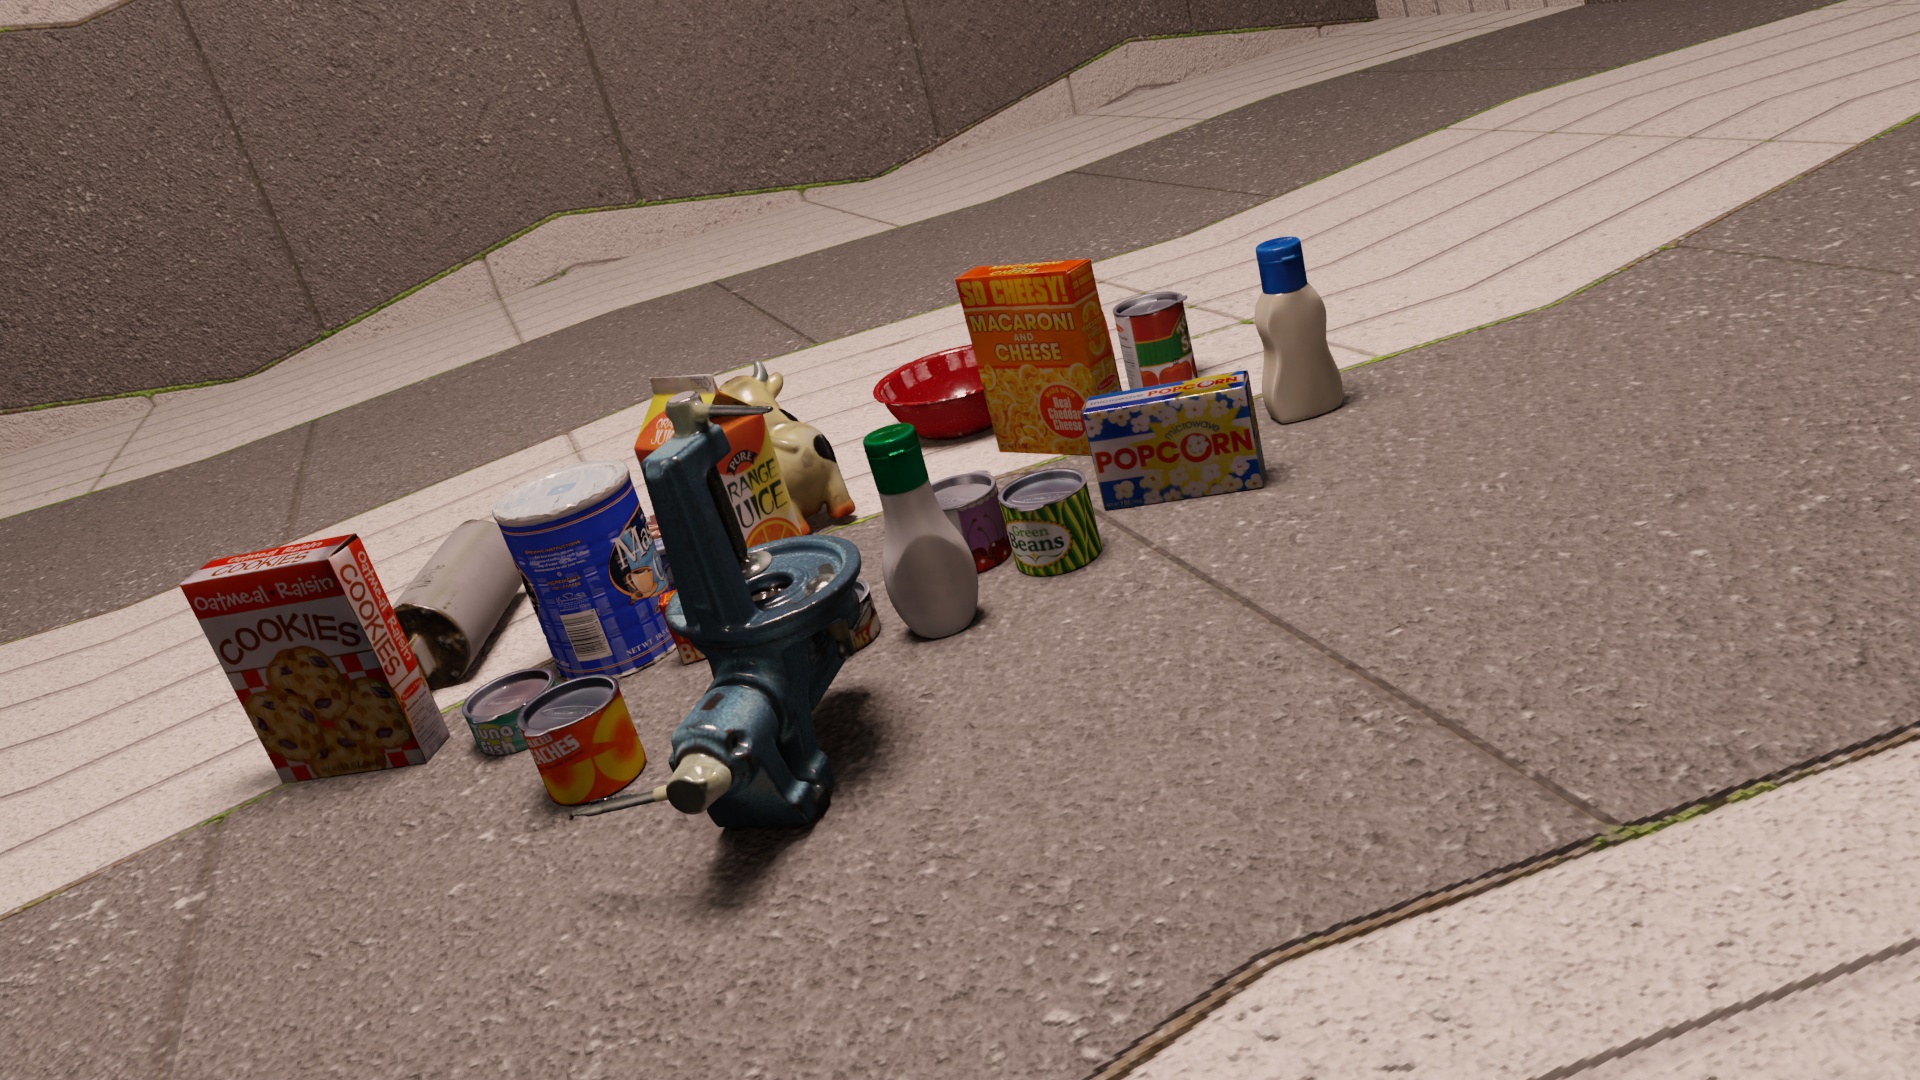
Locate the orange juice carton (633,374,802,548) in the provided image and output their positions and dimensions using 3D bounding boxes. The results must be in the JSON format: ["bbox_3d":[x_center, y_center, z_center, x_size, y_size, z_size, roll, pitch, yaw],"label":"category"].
[{"bbox_3d":[-0.182,-0.036,1.054,0.072,0.192,0.073,4,29,39],"label":"orange juice carton"}]

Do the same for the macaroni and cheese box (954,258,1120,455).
[{"bbox_3d":[0.072,-0.158,1.210,0.123,0.165,0.040,5,30,40],"label":"macaroni and cheese box"}]

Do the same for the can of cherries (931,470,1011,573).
[{"bbox_3d":[0.004,-0.013,1.058,0.071,0.058,0.072,-13,23,6],"label":"can of cherries"}]

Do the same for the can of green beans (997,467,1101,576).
[{"bbox_3d":[0.066,-0.014,1.021,0.071,0.057,0.071,-13,23,6],"label":"can of green beans"}]

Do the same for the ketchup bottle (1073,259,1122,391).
[{"bbox_3d":[0.112,-0.176,1.247,0.043,0.148,0.065,-21,23,-13],"label":"ketchup bottle"}]

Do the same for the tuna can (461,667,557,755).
[{"bbox_3d":[-0.315,0.122,0.981,0.071,0.032,0.071,-13,23,6],"label":"tuna can"}]

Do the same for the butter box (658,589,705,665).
[{"bbox_3d":[-0.165,0.051,1.023,0.103,0.053,0.024,-17,23,-3],"label":"butter box"}]

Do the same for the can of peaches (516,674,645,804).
[{"bbox_3d":[-0.243,0.128,0.888,0.071,0.058,0.071,-13,23,6],"label":"can of peaches"}]

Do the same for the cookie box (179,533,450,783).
[{"bbox_3d":[-0.452,0.085,0.978,0.123,0.166,0.040,-9,23,14],"label":"cookie box"}]

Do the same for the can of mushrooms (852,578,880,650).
[{"bbox_3d":[-0.092,0.057,0.990,0.071,0.033,0.071,-13,23,6],"label":"can of mushrooms"}]

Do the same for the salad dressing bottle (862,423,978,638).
[{"bbox_3d":[-0.029,-0.007,0.949,0.064,0.147,0.044,-18,23,-7],"label":"salad dressing bottle"}]

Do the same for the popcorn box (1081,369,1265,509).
[{"bbox_3d":[0.164,-0.076,1.068,0.126,0.085,0.038,-8,24,16],"label":"popcorn box"}]

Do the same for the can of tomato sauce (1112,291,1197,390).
[{"bbox_3d":[0.186,-0.185,1.306,0.071,0.082,0.071,-13,23,6],"label":"can of tomato sauce"}]

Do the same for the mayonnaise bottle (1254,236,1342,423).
[{"bbox_3d":[0.273,-0.174,1.143,0.065,0.147,0.041,-17,23,-4],"label":"mayonnaise bottle"}]

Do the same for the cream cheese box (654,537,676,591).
[{"bbox_3d":[-0.238,0.025,1.127,0.104,0.053,0.024,-16,22,-1],"label":"cream cheese box"}]
